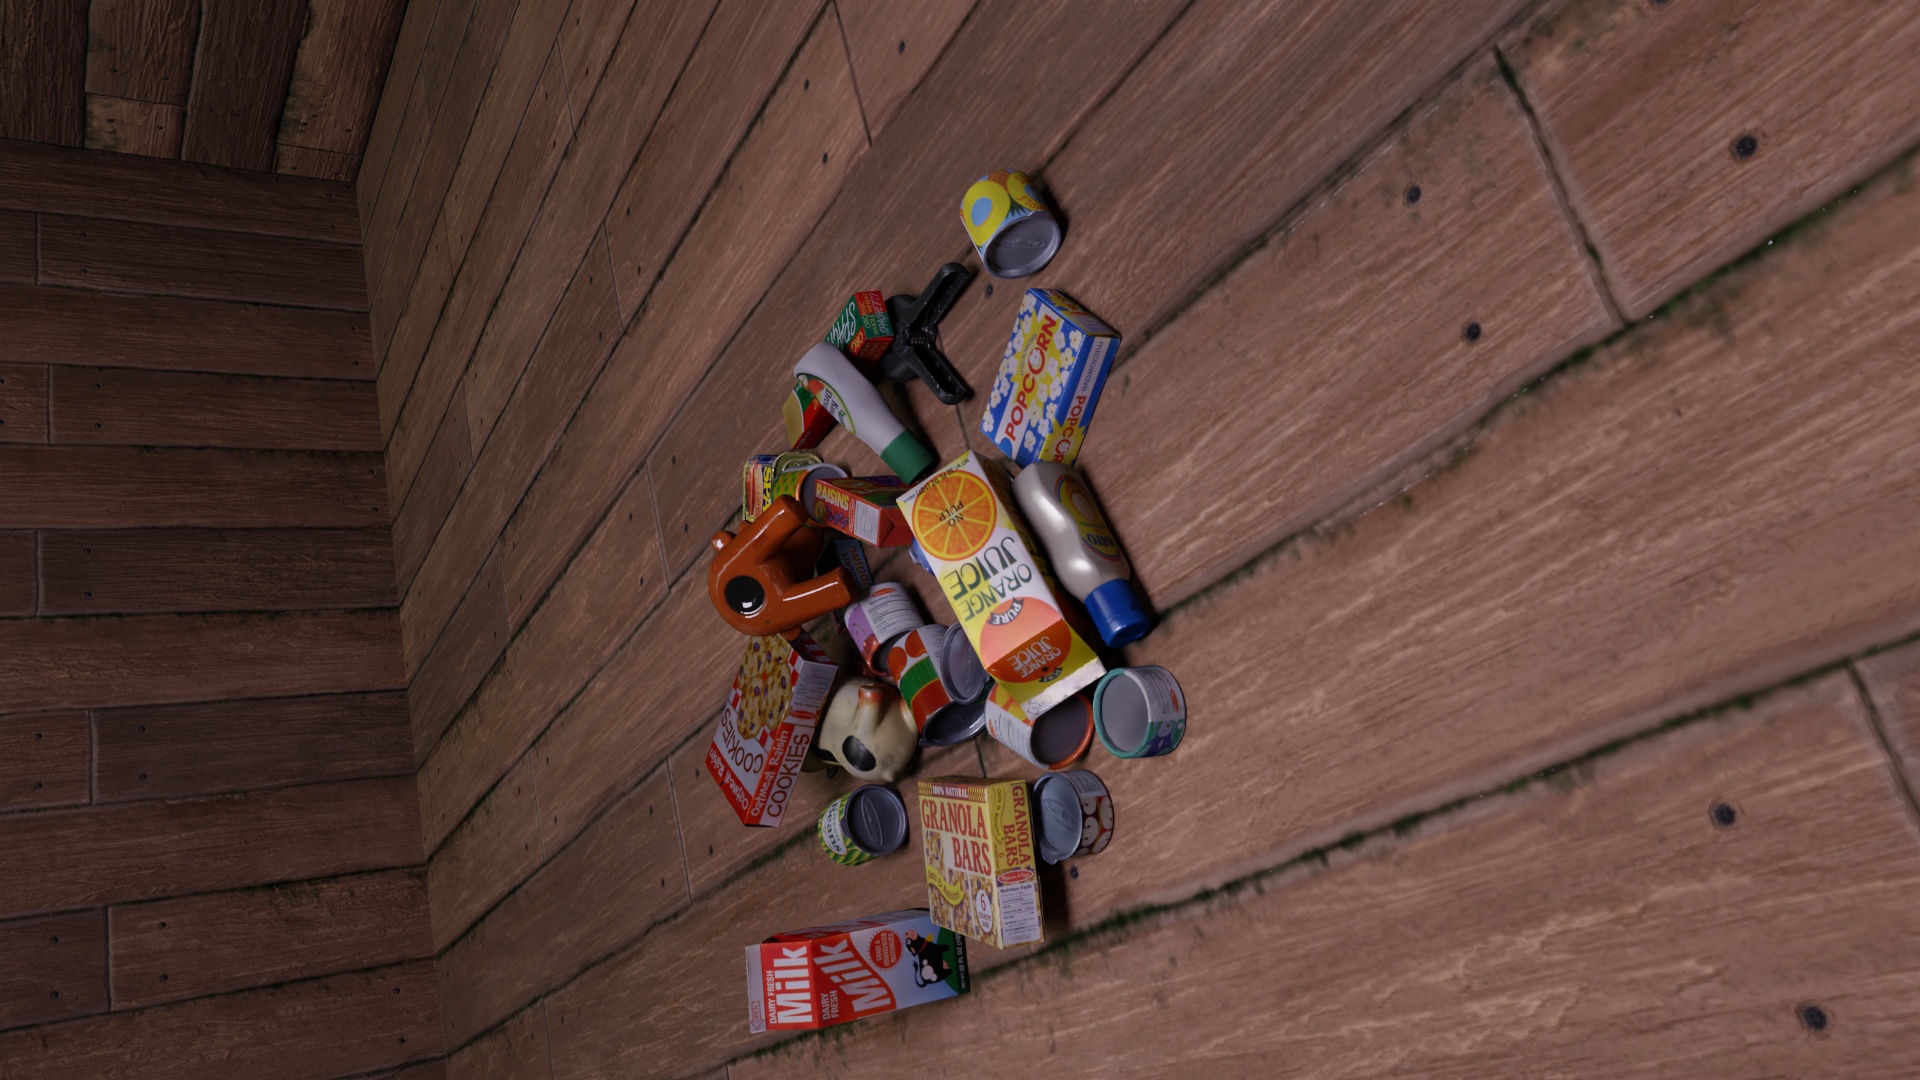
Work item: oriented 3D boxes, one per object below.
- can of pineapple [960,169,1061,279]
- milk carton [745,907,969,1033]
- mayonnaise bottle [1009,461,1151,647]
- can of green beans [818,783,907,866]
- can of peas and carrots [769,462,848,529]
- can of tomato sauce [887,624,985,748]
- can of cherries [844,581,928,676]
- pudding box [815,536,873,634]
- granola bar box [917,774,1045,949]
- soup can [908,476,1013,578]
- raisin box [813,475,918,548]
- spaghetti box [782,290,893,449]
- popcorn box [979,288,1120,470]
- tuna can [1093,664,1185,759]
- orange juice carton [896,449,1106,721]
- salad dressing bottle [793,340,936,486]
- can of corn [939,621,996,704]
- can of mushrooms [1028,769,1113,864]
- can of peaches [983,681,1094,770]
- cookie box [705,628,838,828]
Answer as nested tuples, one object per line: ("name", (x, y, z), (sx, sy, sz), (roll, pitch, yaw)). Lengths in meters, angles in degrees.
("can of pineapple", (0.040, -0.252, 1.100), (0.070, 0.071, 0.058), (-55, 47, 41))
("milk carton", (-0.094, 0.365, 1.184), (0.073, 0.191, 0.072), (-18, 75, 55))
("mayonnaise bottle", (0.092, 0.009, 1.029), (0.041, 0.065, 0.148), (-46, 57, 31))
("can of green beans", (-0.092, 0.266, 1.293), (0.057, 0.071, 0.071), (-36, 61, 51))
("can of peas and carrots", (-0.147, -0.040, 1.377), (0.058, 0.071, 0.071), (-4, 87, 55))
("can of tomato sauce", (-0.019, 0.124, 1.185), (0.083, 0.071, 0.070), (61, 136, 37))
("can of cherries", (-0.063, 0.082, 1.255), (0.058, 0.071, 0.071), (57, 134, 37))
("pudding box", (-0.110, 0.044, 1.354), (0.049, 0.030, 0.084), (-50, 50, 45))
("granola bar box", (0.014, 0.256, 1.129), (0.165, 0.039, 0.124), (159, 106, -68))
("soup can", (0.004, -0.014, 1.147), (0.083, 0.071, 0.071), (-58, 45, 38))
("raisin box", (-0.066, -0.027, 1.238), (0.123, 0.086, 0.040), (24, 114, 54))
("spaghetti box", (-0.122, -0.159, 1.336), (0.249, 0.029, 0.050), (-42, 59, 59))
("popcorn box", (0.068, -0.122, 1.083), (0.085, 0.038, 0.126), (47, 127, 44))
("tuna can", (0.126, 0.125, 1.000), (0.071, 0.033, 0.071), (-1, 89, 56))
("orange juice carton", (0.035, 0.034, 1.037), (0.071, 0.073, 0.193), (-33, 71, 15))
("salad dressing bottle", (-0.084, -0.113, 1.246), (0.148, 0.044, 0.064), (46, 160, 4))
("can of corn", (0.026, 0.099, 1.125), (0.071, 0.058, 0.071), (0, 90, 56))
("can of mushrooms", (0.084, 0.211, 1.063), (0.071, 0.033, 0.071), (0, 90, 55))
("can of peaches", (0.063, 0.134, 1.067), (0.058, 0.071, 0.071), (26, 112, 53))
("cookie box", (-0.181, 0.167, 1.309), (0.123, 0.040, 0.167), (36, 107, 57))
